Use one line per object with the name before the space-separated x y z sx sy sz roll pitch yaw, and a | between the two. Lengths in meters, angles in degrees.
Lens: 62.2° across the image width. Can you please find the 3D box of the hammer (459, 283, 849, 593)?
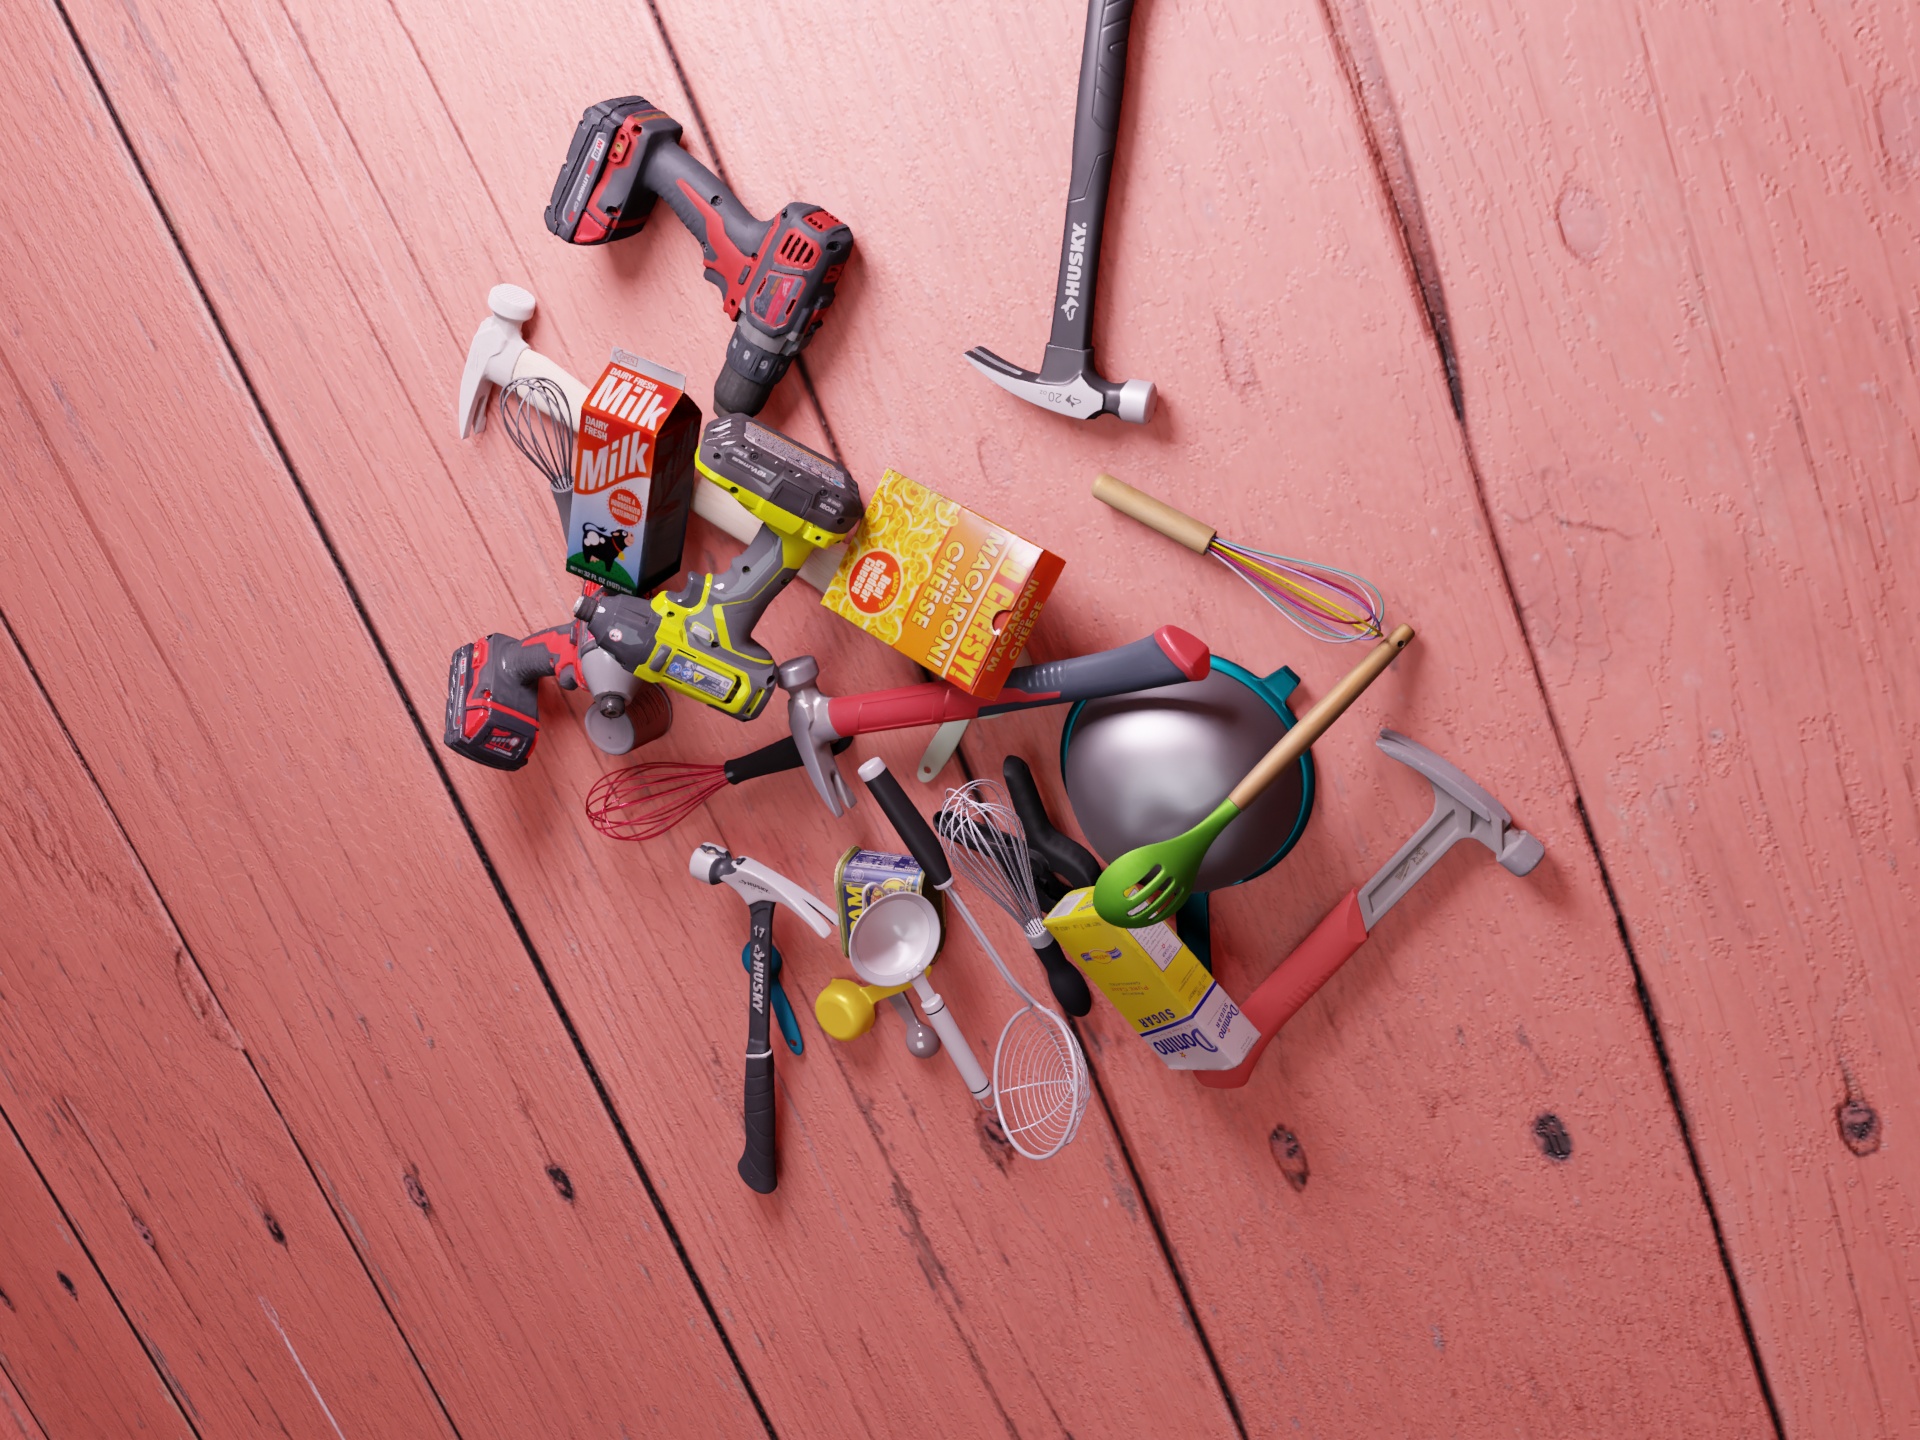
hammer | -0.252 -0.206 1.359 0.411 0.038 0.146 33 123 7

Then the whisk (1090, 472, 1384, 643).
whisk | 0.206 -0.123 1.183 0.245 0.047 0.051 30 122 14

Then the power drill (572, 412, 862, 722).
power drill | -0.192 -0.122 1.270 0.171 0.080 0.223 26 112 -19

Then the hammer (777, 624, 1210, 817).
hammer | 0.023 -0.007 1.269 0.386 0.038 0.143 -8 110 34

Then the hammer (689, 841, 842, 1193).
hammer | -0.189 0.307 1.537 0.149 0.036 0.408 19 125 22

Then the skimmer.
skimmer | -0.001 0.202 1.335 0.363 0.090 0.127 58 151 -13

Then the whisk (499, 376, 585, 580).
whisk | -0.339 -0.198 1.349 0.055 0.055 0.238 17 145 17

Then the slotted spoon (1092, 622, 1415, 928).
slotted spoon | 0.220 0.043 1.178 0.314 0.031 0.070 -46 116 4

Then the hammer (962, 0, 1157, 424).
hammer | 0.086 -0.384 1.125 0.146 0.035 0.334 14 117 18

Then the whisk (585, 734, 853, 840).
whisk | -0.225 0.052 1.451 0.296 0.073 0.073 -18 104 23

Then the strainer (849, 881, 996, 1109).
strainer | -0.030 0.242 1.392 0.258 0.087 0.050 62 163 -18

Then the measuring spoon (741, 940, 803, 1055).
measuring spoon | -0.182 0.274 1.547 0.042 0.021 0.128 -11 105 28

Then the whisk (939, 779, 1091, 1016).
whisk | 0.055 0.156 1.331 0.070 0.070 0.284 -8 130 27

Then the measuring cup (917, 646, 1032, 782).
measuring cup | -0.002 -0.004 1.331 0.083 0.038 0.167 35 120 7

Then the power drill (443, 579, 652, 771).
power drill | -0.363 -0.040 1.426 0.219 0.078 0.143 -24 56 31

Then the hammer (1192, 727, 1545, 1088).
hammer | 0.291 0.173 1.278 0.149 0.037 0.359 38 122 5

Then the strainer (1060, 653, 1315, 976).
strainer | 0.172 0.116 1.273 0.211 0.095 0.340 3 112 23

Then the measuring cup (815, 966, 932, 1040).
measuring cup | -0.081 0.256 1.476 0.156 0.029 0.062 -34 89 42

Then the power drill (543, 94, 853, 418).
power drill | -0.210 -0.359 1.251 0.227 0.080 0.187 35 122 3

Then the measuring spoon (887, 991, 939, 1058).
measuring spoon | -0.060 0.267 1.491 0.034 0.018 0.124 -26 99 31
